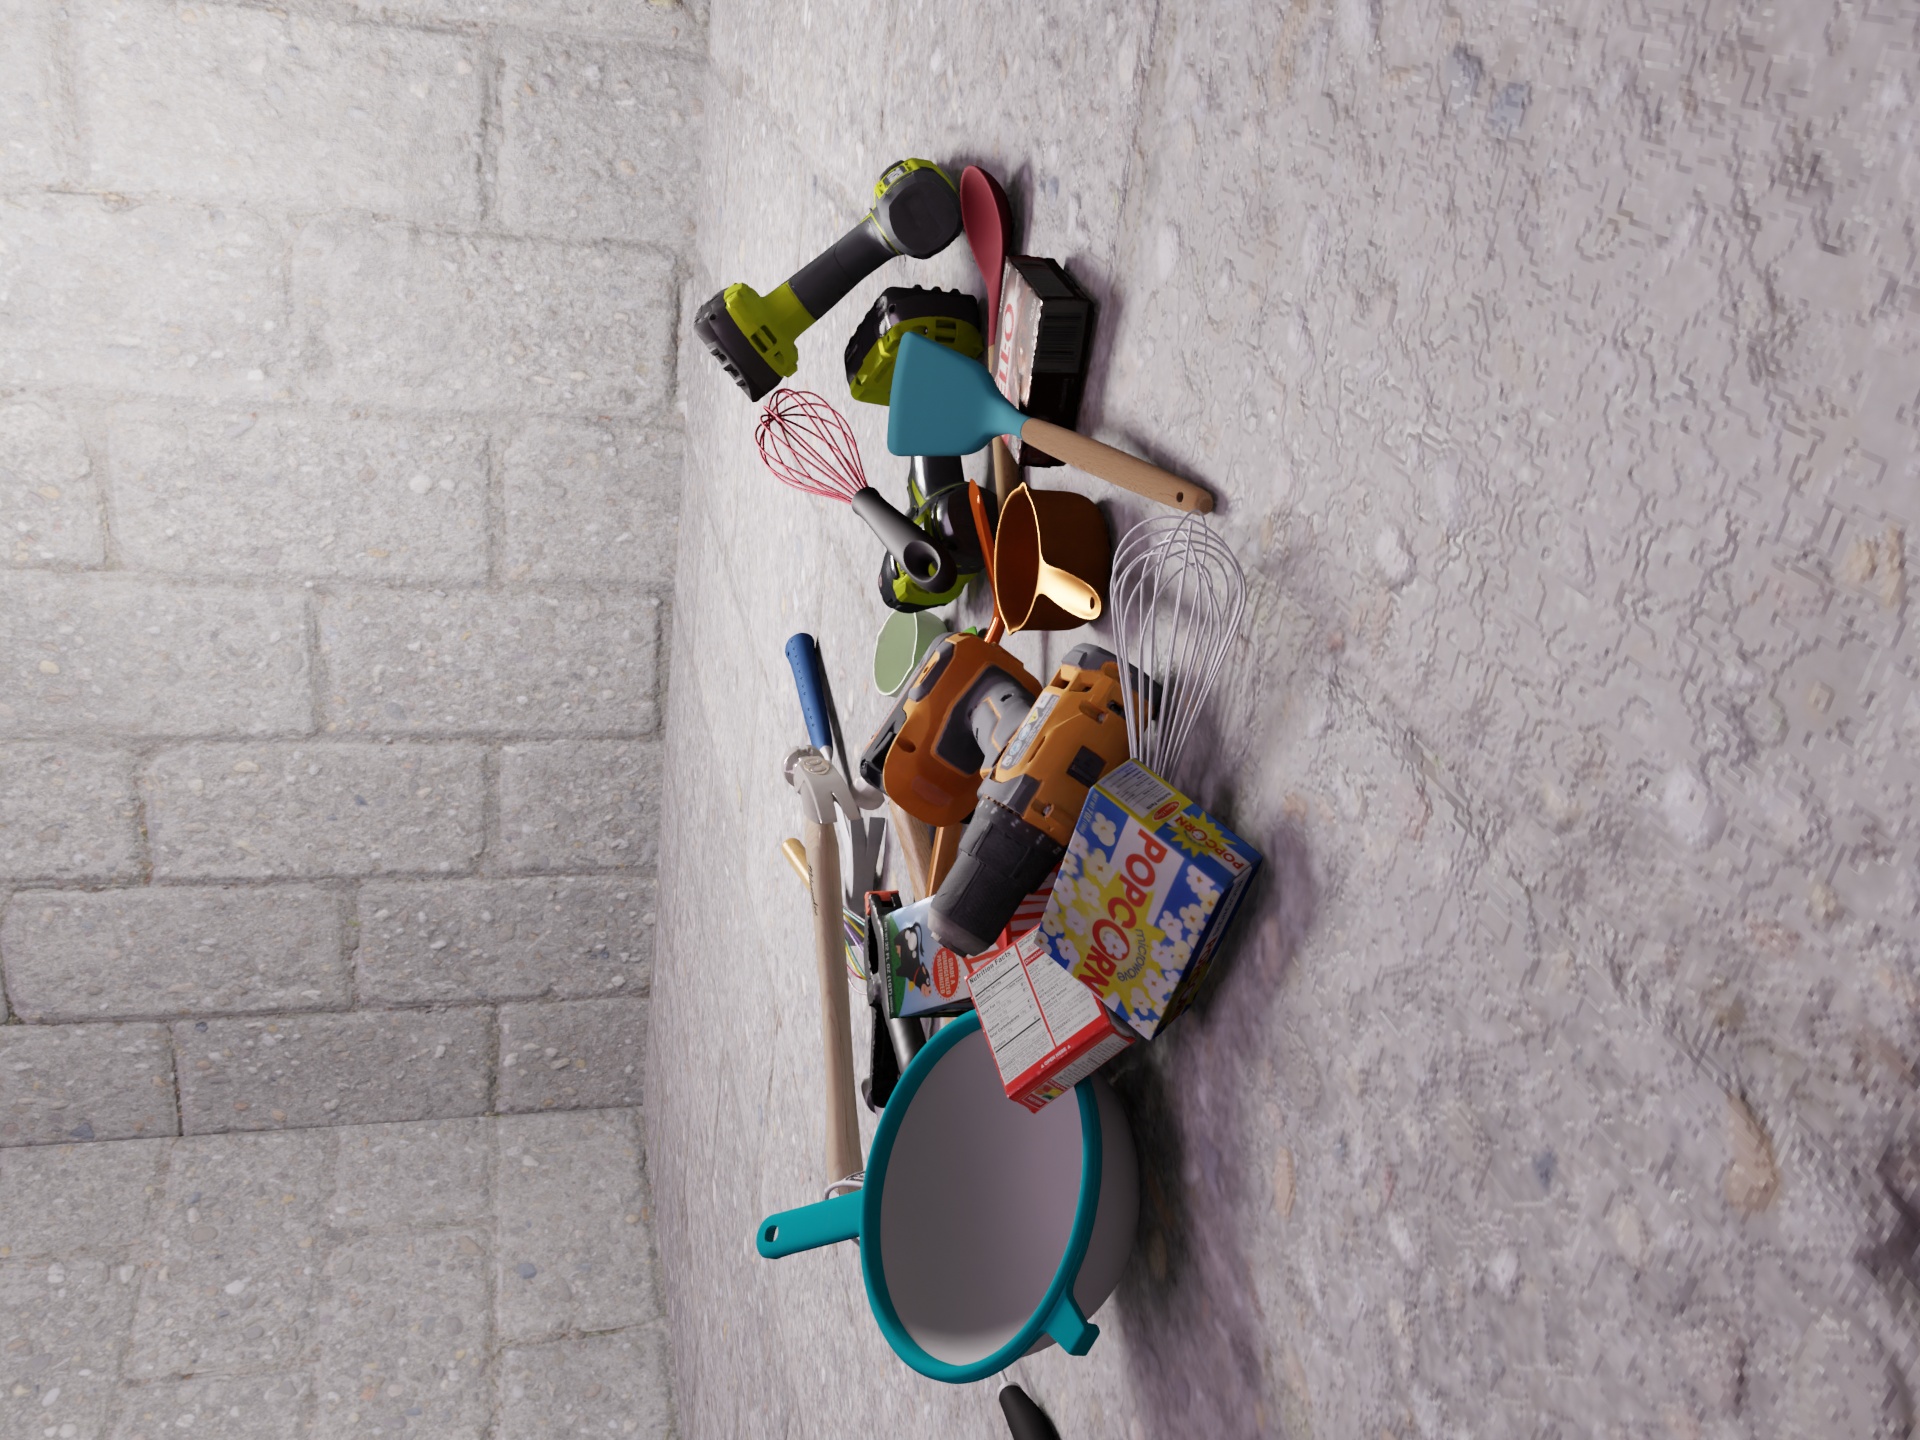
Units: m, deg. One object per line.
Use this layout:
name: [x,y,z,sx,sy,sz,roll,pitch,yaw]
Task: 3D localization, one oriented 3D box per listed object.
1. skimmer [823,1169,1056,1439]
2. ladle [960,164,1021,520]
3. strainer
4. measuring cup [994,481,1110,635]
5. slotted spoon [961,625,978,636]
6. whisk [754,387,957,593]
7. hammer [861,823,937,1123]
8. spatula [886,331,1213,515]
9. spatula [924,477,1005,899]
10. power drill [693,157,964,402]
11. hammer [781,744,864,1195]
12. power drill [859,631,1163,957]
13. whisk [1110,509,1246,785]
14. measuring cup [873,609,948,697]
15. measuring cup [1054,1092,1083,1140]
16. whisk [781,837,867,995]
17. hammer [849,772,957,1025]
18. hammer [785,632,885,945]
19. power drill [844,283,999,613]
skimmer: [-0.009,0.449,1.130,0.127,0.090,0.364,62,175,-29]
ladle: [0.028,-0.239,1.124,0.069,0.031,0.315,149,118,-74]
strainer: [-0.002,0.303,0.976,0.340,0.095,0.211,-31,46,45]
measuring cup: [0.070,-0.086,0.940,0.174,0.052,0.095,-136,48,-65]
slotted spoon: [0.037,0.000,1.091,0.314,0.031,0.070,-133,49,-65]
whisk: [-0.079,-0.170,1.180,0.296,0.073,0.073,47,137,44]
hammer: [-0.031,0.181,1.302,0.149,0.036,0.408,-127,41,-62]
spatula: [0.045,-0.165,0.943,0.318,0.044,0.082,37,123,55]
spatula: [-0.002,-0.004,1.099,0.081,0.041,0.322,-106,27,-76]
power drill: [-0.101,-0.368,1.282,0.080,0.228,0.191,50,-169,-23]
hammer: [-0.108,0.235,1.376,0.146,0.038,0.410,-136,40,-65]
power drill: [0.014,0.037,0.949,0.185,0.084,0.226,-58,22,-5]
whisk: [0.102,0.024,0.834,0.070,0.070,0.284,-117,27,-57]
measuring cup: [-0.022,-0.095,1.291,0.083,0.038,0.167,41,112,60]
measuring cup: [0.061,0.233,1.027,0.157,0.029,0.062,30,114,57]
whisk: [-0.115,0.179,1.483,0.245,0.047,0.051,46,138,48]
hammer: [-0.014,0.156,1.187,0.130,0.031,0.332,-53,46,51]
hammer: [-0.137,0.038,1.655,0.406,0.035,0.144,-109,25,-48]
power drill: [-0.031,-0.201,1.218,0.171,0.080,0.223,146,121,-62]
